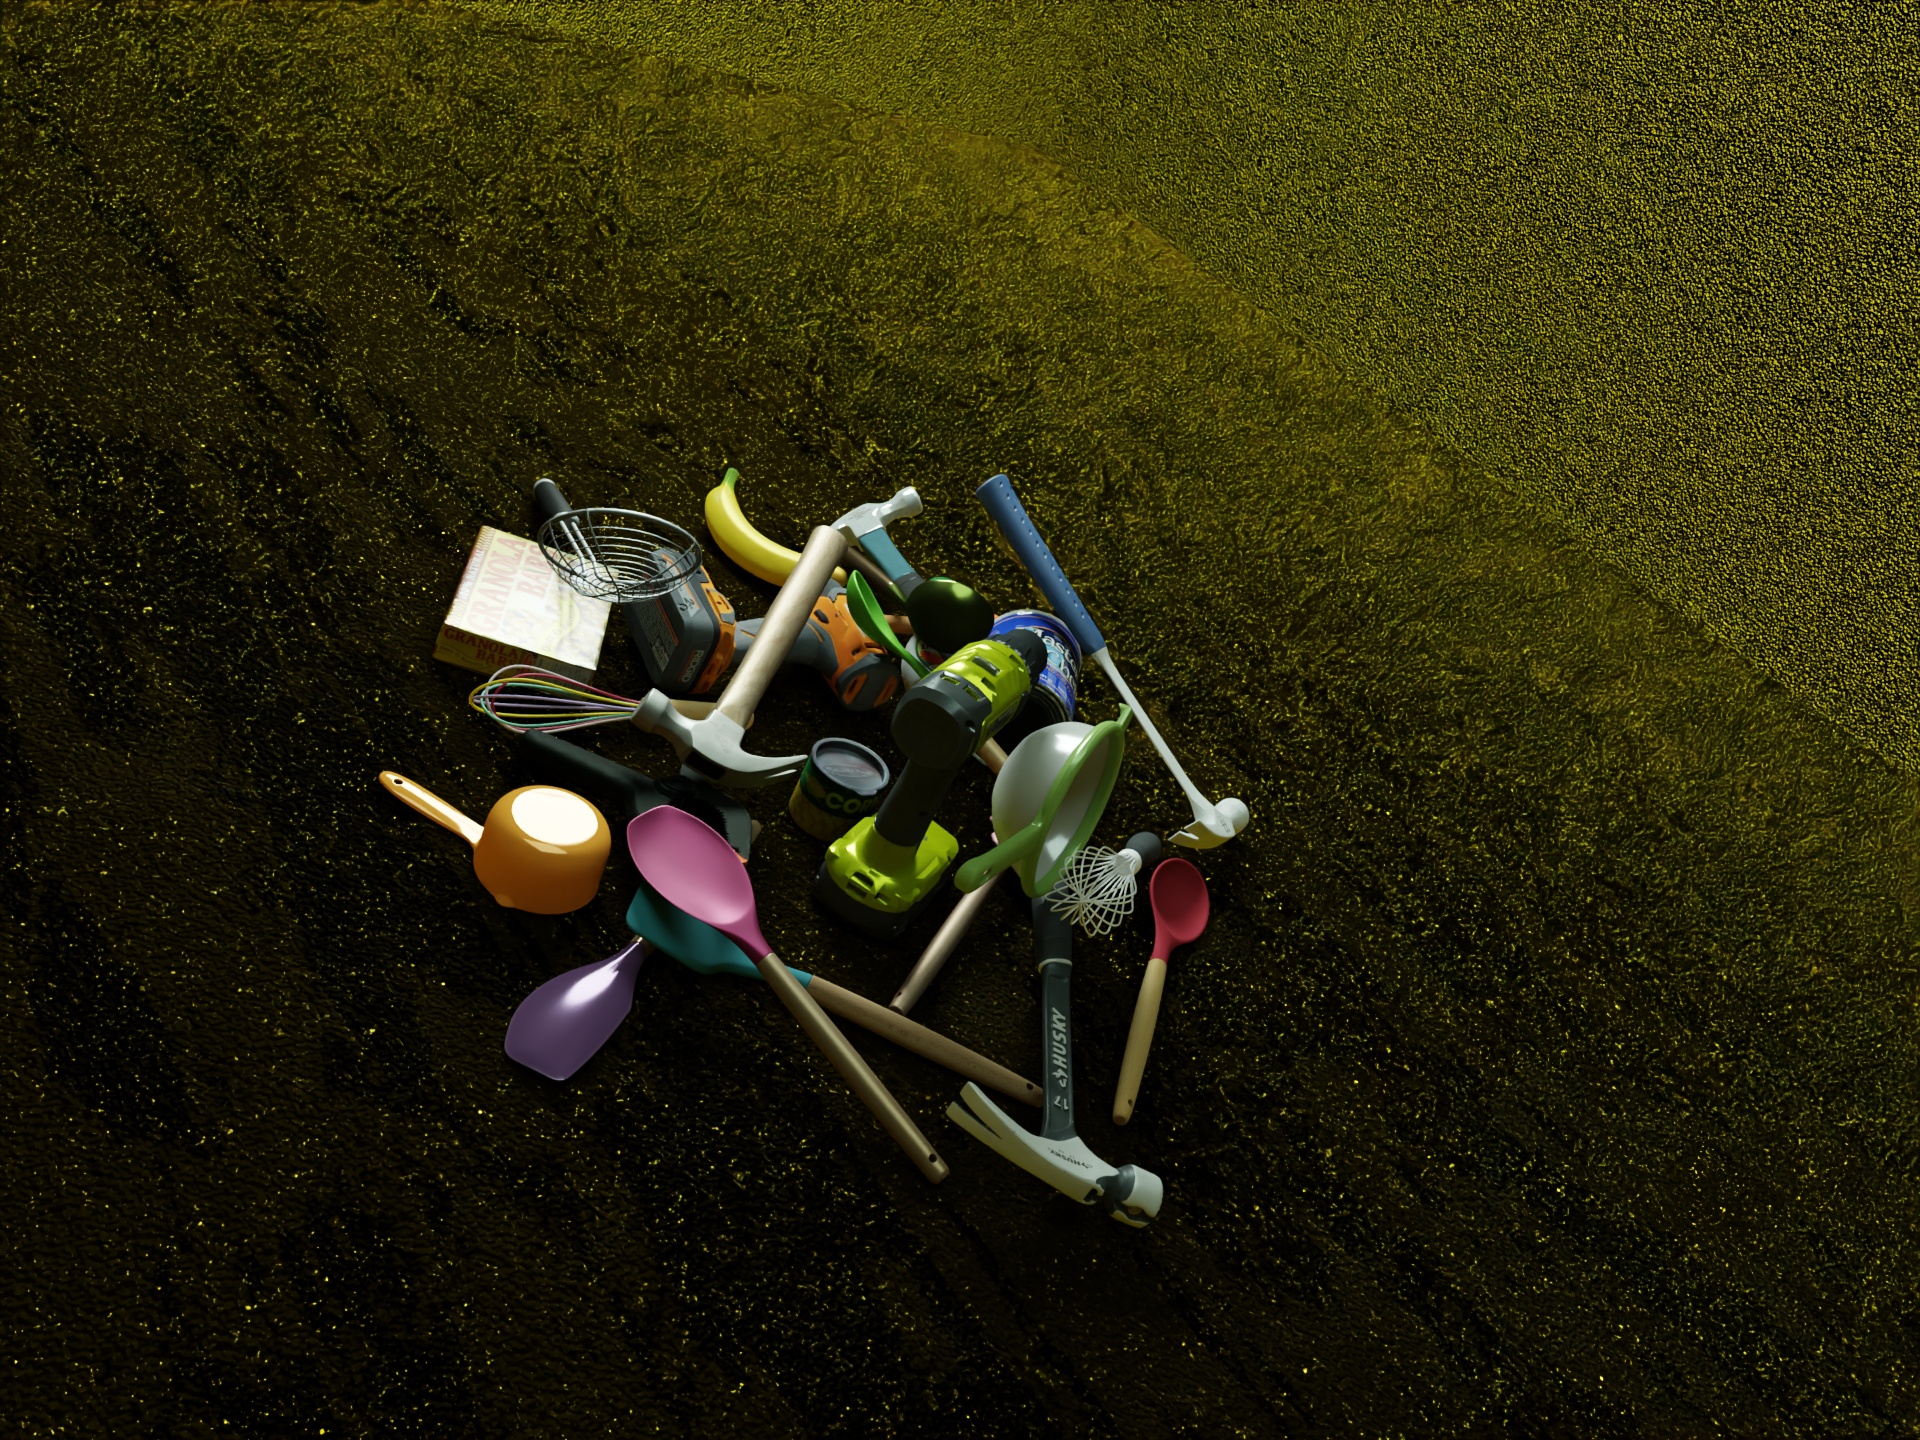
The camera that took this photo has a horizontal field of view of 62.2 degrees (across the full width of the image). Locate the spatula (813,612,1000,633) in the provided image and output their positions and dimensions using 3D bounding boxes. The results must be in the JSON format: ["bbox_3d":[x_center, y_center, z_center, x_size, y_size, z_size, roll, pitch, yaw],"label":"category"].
[{"bbox_3d":[-0.043,-0.086,1.586,0.322,0.041,0.081,2,38,-29],"label":"spatula"}]

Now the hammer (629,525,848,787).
[{"bbox_3d":[-0.152,-0.063,1.311,0.130,0.031,0.331,37,38,-12],"label":"hammer"}]

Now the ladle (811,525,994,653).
[{"bbox_3d":[-0.065,-0.138,1.483,0.078,0.062,0.320,49,-5,-36],"label":"ladle"}]

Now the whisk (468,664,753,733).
[{"bbox_3d":[-0.271,-0.010,1.267,0.244,0.047,0.051,5,28,-39],"label":"whisk"}]

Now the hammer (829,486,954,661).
[{"bbox_3d":[-0.046,-0.127,1.531,0.128,0.033,0.331,-26,38,-8],"label":"hammer"}]

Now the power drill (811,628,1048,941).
[{"bbox_3d":[-0.015,0.038,1.200,0.080,0.228,0.190,32,30,10],"label":"power drill"}]

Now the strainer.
[{"bbox_3d":[0.040,0.070,1.194,0.069,0.151,0.256,27,24,20],"label":"strainer"}]

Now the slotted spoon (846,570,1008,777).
[{"bbox_3d":[-0.002,-0.004,1.400,0.314,0.031,0.070,49,7,4],"label":"slotted spoon"}]

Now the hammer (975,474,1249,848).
[{"bbox_3d":[0.134,-0.056,1.491,0.405,0.035,0.144,57,24,7],"label":"hammer"}]

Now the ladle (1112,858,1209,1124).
[{"bbox_3d":[0.154,0.211,1.264,0.069,0.031,0.315,48,30,-12],"label":"ladle"}]

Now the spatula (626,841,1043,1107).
[{"bbox_3d":[-0.080,0.190,1.100,0.317,0.044,0.082,26,42,-3],"label":"spatula"}]

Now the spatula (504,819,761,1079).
[{"bbox_3d":[-0.212,0.144,1.094,0.060,0.018,0.316,24,30,9],"label":"spatula"}]

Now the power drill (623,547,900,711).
[{"bbox_3d":[-0.178,-0.088,1.419,0.226,0.084,0.164,5,40,-38],"label":"power drill"}]

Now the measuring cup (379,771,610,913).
[{"bbox_3d":[-0.322,0.064,1.098,0.173,0.052,0.095,30,30,3],"label":"measuring cup"}]

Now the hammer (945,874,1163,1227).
[{"bbox_3d":[0.066,0.196,1.192,0.149,0.036,0.409,27,26,-12],"label":"hammer"}]

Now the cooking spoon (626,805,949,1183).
[{"bbox_3d":[-0.115,0.179,1.058,0.319,0.017,0.069,48,46,15],"label":"cooking spoon"}]

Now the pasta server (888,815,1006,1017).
[{"bbox_3d":[0.011,0.128,1.251,0.040,0.060,0.316,56,36,-12],"label":"pasta server"}]

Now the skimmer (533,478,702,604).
[{"bbox_3d":[-0.318,-0.180,1.360,0.127,0.090,0.364,13,16,-28],"label":"skimmer"}]

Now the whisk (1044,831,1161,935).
[{"bbox_3d":[0.132,0.123,1.309,0.070,0.070,0.284,34,14,12],"label":"whisk"}]
